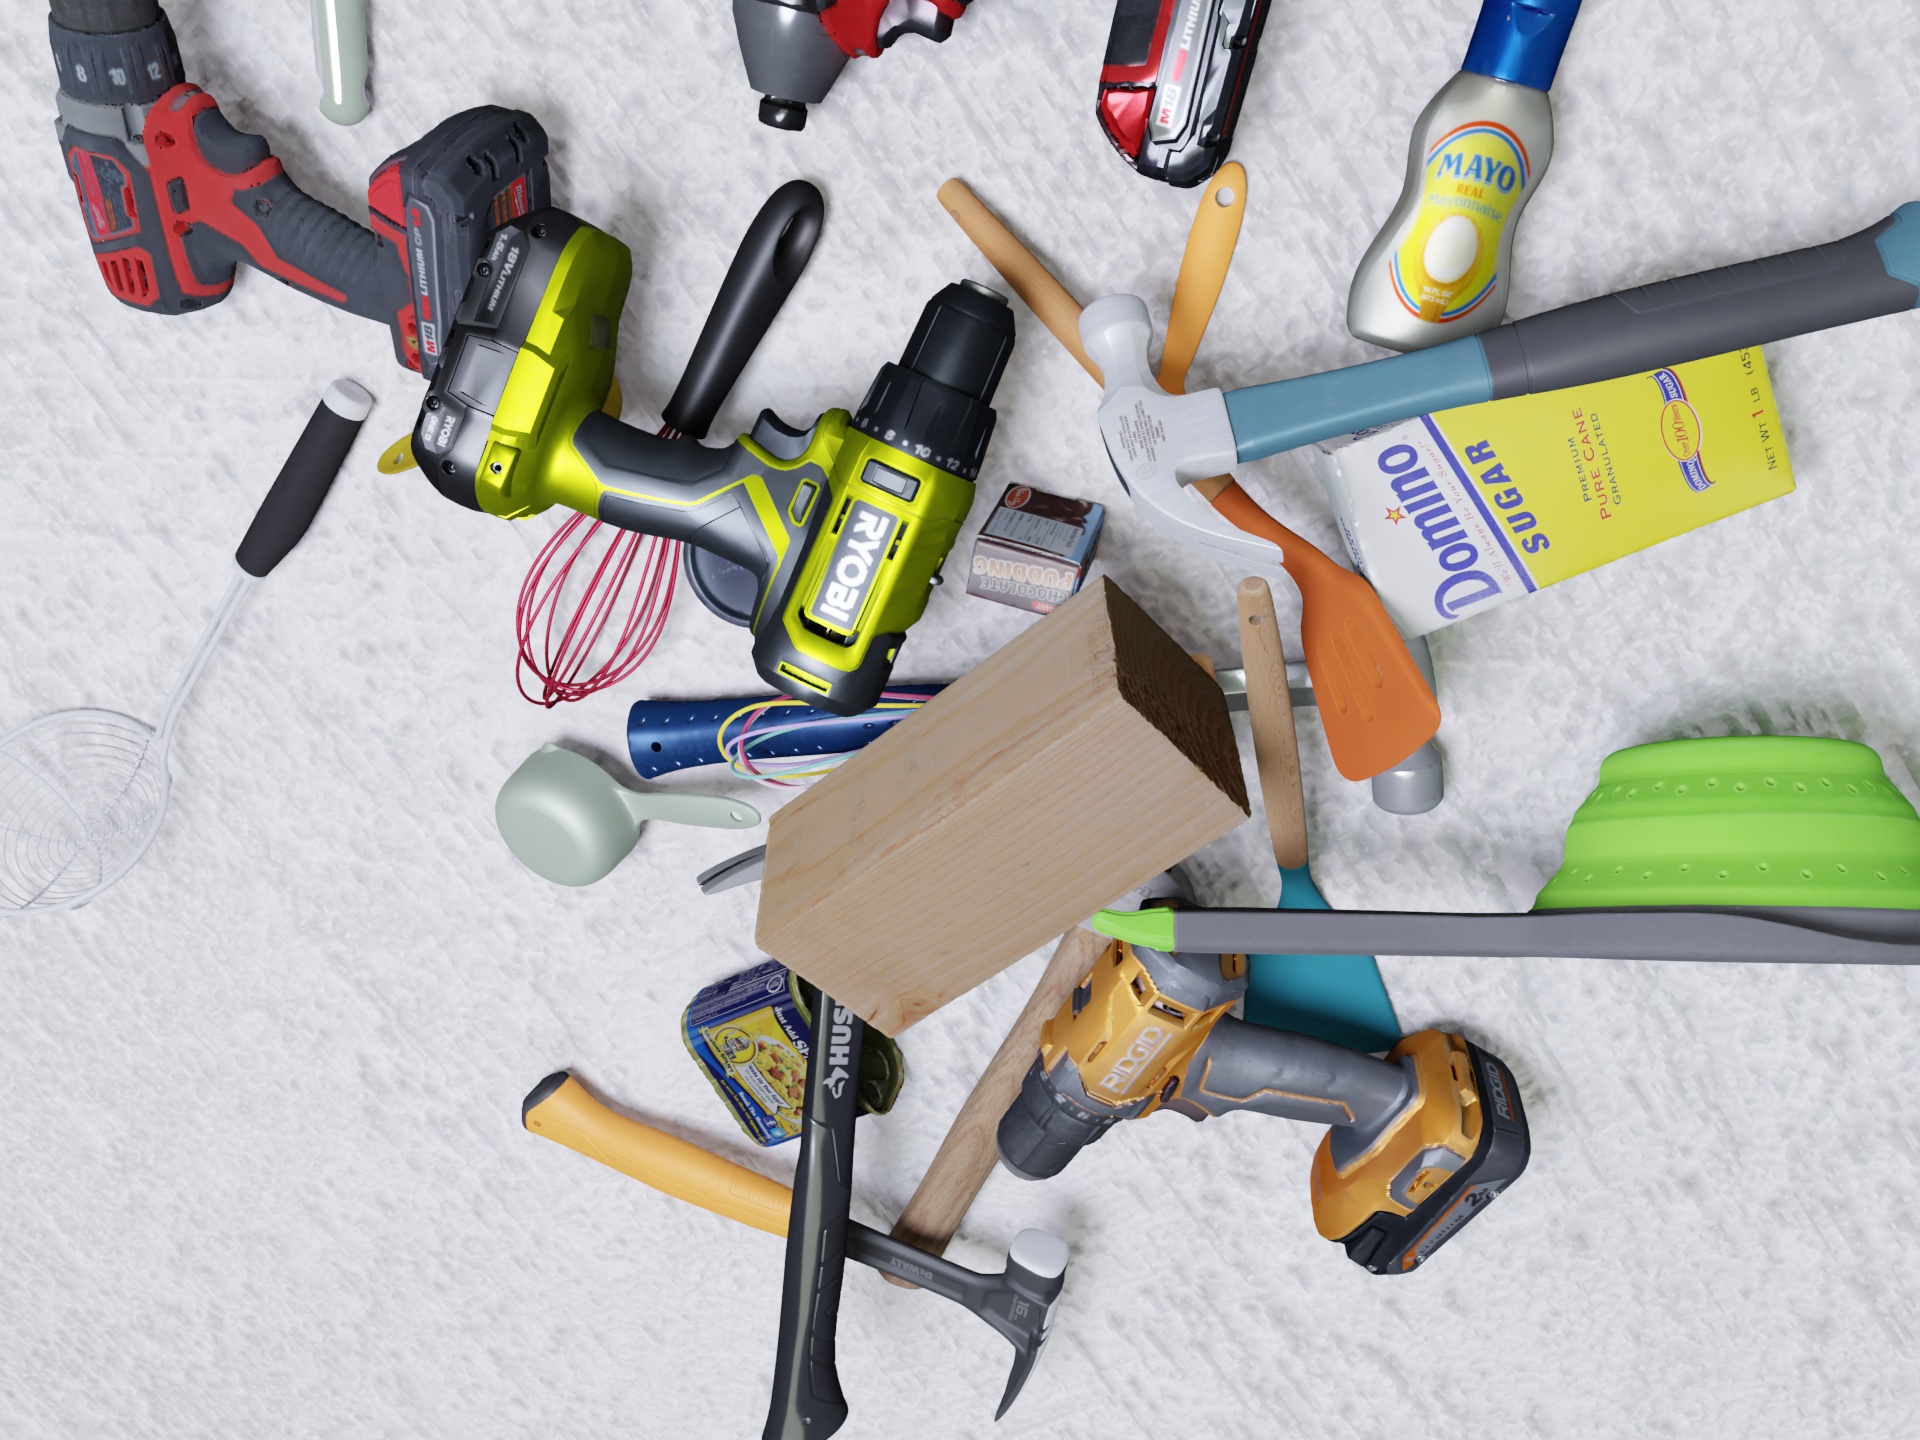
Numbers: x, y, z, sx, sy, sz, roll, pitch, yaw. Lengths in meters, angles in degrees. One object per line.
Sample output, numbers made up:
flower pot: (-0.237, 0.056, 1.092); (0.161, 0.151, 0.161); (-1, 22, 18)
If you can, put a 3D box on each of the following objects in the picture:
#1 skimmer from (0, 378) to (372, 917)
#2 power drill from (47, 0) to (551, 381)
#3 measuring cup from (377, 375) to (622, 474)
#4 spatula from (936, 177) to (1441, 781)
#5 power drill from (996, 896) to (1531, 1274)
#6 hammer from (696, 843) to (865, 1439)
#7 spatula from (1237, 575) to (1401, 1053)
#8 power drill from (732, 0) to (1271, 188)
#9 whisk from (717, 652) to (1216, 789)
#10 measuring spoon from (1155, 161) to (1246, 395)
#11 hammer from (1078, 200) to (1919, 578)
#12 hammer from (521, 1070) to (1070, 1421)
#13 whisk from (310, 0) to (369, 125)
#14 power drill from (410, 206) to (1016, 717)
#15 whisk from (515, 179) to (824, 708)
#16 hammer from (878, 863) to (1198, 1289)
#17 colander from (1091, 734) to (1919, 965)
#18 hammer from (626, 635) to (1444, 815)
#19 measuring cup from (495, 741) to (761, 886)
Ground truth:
skimmer: (-0.433, -0.040, 0.852); (0.363, 0.090, 0.127); (-49, 64, 23)
power drill: (-0.306, -0.256, 0.719); (0.227, 0.080, 0.187); (17, 133, 8)
measuring cup: (-0.231, -0.143, 0.796); (0.156, 0.062, 0.029); (-11, 155, 31)
spatula: (0.093, -0.114, 0.696); (0.322, 0.041, 0.081); (49, 154, 5)
power drill: (0.142, 0.200, 0.804); (0.226, 0.084, 0.185); (25, 123, -11)
hammer: (-0.075, 0.220, 0.829); (0.146, 0.035, 0.335); (4, 96, -16)
spatula: (0.156, 0.057, 0.746); (0.082, 0.044, 0.317); (-5, 137, 15)
power drill: (0.012, -0.297, 0.653); (0.220, 0.078, 0.143); (18, 115, 8)
whisk: (-0.002, -0.004, 0.756); (0.245, 0.051, 0.047); (-10, 105, 13)
measuring spoon: (0.105, -0.189, 0.709); (0.021, 0.011, 0.116); (17, 115, 5)
hammer: (0.219, -0.144, 0.625); (0.331, 0.033, 0.128); (-12, 74, 9)
hammer: (-0.105, 0.288, 0.920); (0.337, 0.034, 0.127); (19, 121, 14)
whisk: (-0.281, -0.390, 0.696); (0.059, 0.058, 0.246); (-4, 120, -18)
power drill: (-0.101, -0.131, 0.693); (0.228, 0.080, 0.190); (25, 100, 3)
whisk: (-0.142, -0.126, 0.769); (0.073, 0.073, 0.295); (32, 110, -2)
hammer: (0.031, 0.198, 0.873); (0.130, 0.031, 0.331); (23, 118, -4)
colander: (0.257, 0.057, 0.696); (0.397, 0.204, 0.094); (1, 82, 5)
hammer: (0.025, -0.012, 0.789); (0.405, 0.035, 0.144); (-5, 111, 15)
measuring cup: (-0.177, 0.056, 0.834); (0.168, 0.038, 0.083); (0, 125, 33)
